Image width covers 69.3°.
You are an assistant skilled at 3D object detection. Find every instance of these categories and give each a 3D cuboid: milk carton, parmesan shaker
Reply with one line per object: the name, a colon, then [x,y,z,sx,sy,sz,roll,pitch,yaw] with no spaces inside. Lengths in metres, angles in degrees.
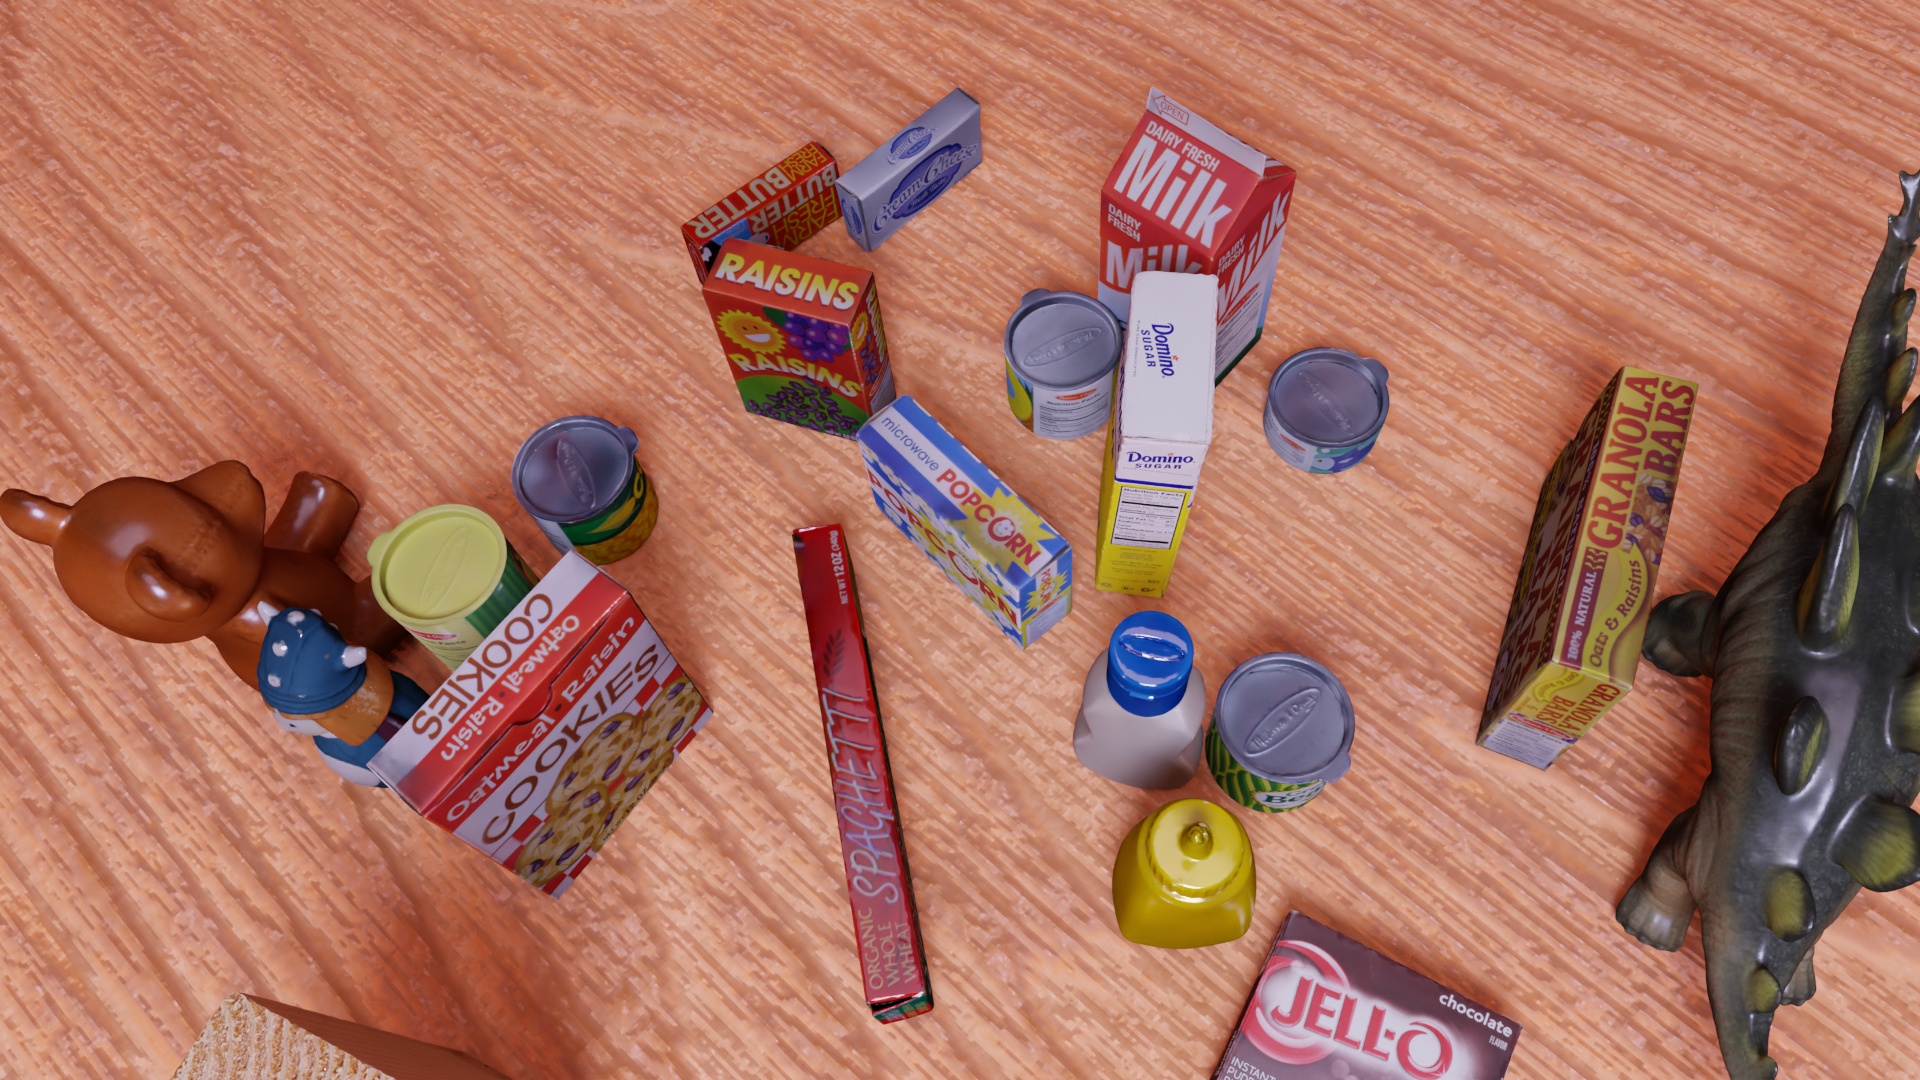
milk carton: [0.123,-0.157,0.742,0.072,0.189,0.073,38,72,19]
parmesan shaker: [-0.253,0.033,0.721,0.071,0.102,0.071,-2,64,3]

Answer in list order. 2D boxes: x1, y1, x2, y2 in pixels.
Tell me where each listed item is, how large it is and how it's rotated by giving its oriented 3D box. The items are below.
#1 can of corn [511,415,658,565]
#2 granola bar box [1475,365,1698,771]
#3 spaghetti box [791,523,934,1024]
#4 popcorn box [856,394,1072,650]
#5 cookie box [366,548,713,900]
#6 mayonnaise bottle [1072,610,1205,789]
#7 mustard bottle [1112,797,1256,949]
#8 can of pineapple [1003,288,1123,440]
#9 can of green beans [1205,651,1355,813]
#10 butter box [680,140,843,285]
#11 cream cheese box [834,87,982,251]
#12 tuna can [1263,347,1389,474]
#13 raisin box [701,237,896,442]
can of corn: [-0.205,-0.028,0.773,0.071,0.058,0.071,-1,64,3]
granola bar box: [0.305,0.015,0.682,0.039,0.123,0.166,19,67,13]
spaghetti box: [-0.051,0.111,0.699,0.029,0.050,0.251,-12,63,-2]
popcorn box: [0.003,-0.009,0.735,0.038,0.085,0.127,-40,68,-15]
cookie box: [-0.186,0.092,0.651,0.040,0.166,0.123,33,70,18]
mayonnaise bottle: [0.086,0.077,0.652,0.065,0.147,0.041,12,66,10]
mustard bottle: [0.101,0.145,0.611,0.065,0.159,0.049,-3,64,3]
can of pineapple: [0.058,-0.100,0.792,0.071,0.057,0.071,-1,64,3]
can of green beans: [0.157,0.096,0.688,0.071,0.057,0.071,-1,64,3]
butter box: [-0.120,-0.197,0.854,0.104,0.053,0.024,-37,67,-14]
cream cheese box: [-0.030,-0.230,0.865,0.104,0.053,0.024,-42,68,-16]
tuna can: [0.207,-0.074,0.783,0.071,0.032,0.071,-1,64,3]
raisin box: [-0.085,-0.108,0.769,0.086,0.123,0.040,16,66,11]
